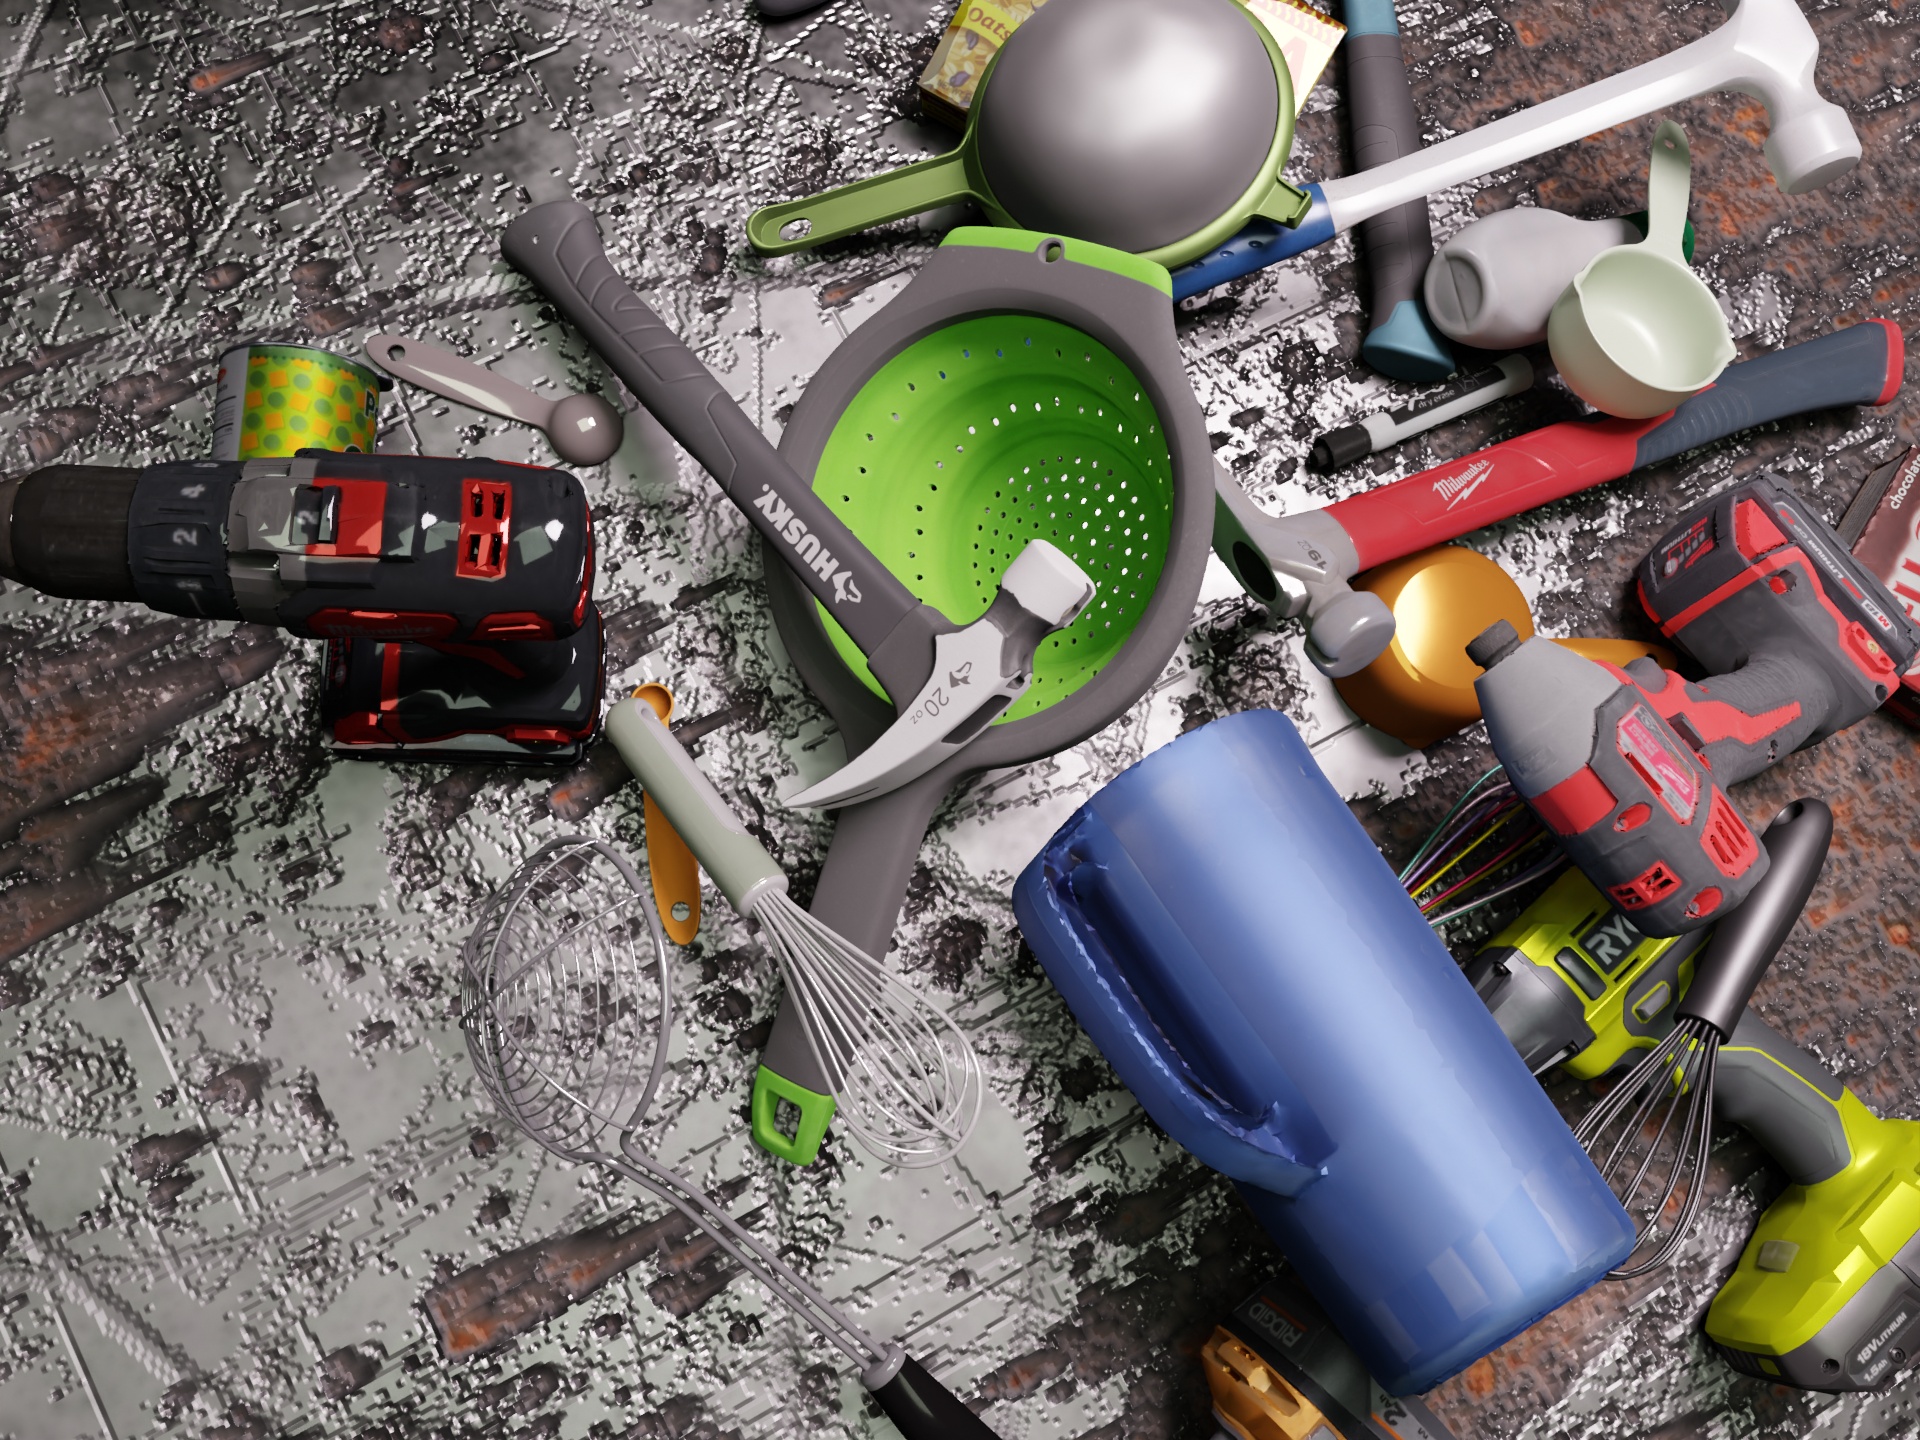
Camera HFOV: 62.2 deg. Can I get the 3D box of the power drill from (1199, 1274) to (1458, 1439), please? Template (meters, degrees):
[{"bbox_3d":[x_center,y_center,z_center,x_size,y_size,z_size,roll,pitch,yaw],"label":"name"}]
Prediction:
[{"bbox_3d":[0.109,0.361,0.622,0.226,0.084,0.185,-44,103,-12],"label":"power drill"}]

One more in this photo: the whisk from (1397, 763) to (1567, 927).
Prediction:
[{"bbox_3d":[0.188,0.091,0.712,0.245,0.047,0.051,-34,85,-9],"label":"whisk"}]

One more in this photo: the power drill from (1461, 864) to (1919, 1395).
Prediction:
[{"bbox_3d":[0.323,0.171,0.697,0.171,0.080,0.223,-39,82,-13],"label":"power drill"}]

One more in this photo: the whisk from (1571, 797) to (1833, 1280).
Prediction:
[{"bbox_3d":[0.305,0.124,0.649,0.055,0.055,0.239,37,70,1],"label":"whisk"}]

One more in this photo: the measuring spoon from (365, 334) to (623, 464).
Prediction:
[{"bbox_3d":[-0.214,-0.152,0.725,0.124,0.018,0.034,21,77,-1],"label":"measuring spoon"}]

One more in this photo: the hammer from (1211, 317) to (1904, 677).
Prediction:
[{"bbox_3d":[0.287,-0.138,0.748,0.386,0.038,0.143,-20,59,-20],"label":"hammer"}]

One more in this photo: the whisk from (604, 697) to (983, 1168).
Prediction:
[{"bbox_3d":[-0.074,0.076,0.639,0.059,0.057,0.247,-46,64,9],"label":"whisk"}]

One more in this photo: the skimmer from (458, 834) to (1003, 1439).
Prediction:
[{"bbox_3d":[-0.064,0.202,0.651,0.363,0.127,0.090,45,36,-8],"label":"skimmer"}]

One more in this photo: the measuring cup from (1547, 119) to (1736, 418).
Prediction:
[{"bbox_3d":[0.316,-0.211,0.740,0.083,0.038,0.168,21,63,-7],"label":"measuring cup"}]

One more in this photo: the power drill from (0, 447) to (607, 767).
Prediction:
[{"bbox_3d":[-0.225,-0.041,0.594,0.188,0.226,0.080,2,78,-7],"label":"power drill"}]

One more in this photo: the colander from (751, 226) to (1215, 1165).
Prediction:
[{"bbox_3d":[-0.001,-0.002,0.687,0.205,0.094,0.397,20,95,27],"label":"colander"}]

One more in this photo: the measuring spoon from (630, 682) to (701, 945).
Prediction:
[{"bbox_3d":[-0.129,0.041,0.702,0.021,0.011,0.117,-9,83,-3],"label":"measuring spoon"}]

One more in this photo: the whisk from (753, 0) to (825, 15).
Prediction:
[{"bbox_3d":[0.020,-0.424,0.789,0.284,0.070,0.070,-32,84,-5],"label":"whisk"}]

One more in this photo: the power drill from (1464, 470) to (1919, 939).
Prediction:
[{"bbox_3d":[0.312,-0.016,0.688,0.219,0.078,0.143,-33,80,-35],"label":"power drill"}]

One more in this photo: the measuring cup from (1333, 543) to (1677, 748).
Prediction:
[{"bbox_3d":[0.262,-0.036,0.740,0.173,0.052,0.095,2,78,-4],"label":"measuring cup"}]

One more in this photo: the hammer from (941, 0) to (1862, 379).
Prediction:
[{"bbox_3d":[0.174,-0.240,0.719,0.405,0.035,0.144,-19,79,8],"label":"hammer"}]

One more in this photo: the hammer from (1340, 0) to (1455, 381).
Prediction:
[{"bbox_3d":[0.209,-0.330,0.805,0.128,0.033,0.331,-3,79,-6],"label":"hammer"}]

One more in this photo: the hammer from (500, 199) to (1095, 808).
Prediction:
[{"bbox_3d":[-0.099,-0.109,0.674,0.146,0.035,0.335,-48,67,15],"label":"hammer"}]

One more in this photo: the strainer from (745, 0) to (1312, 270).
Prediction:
[{"bbox_3d":[0.019,-0.263,0.703,0.256,0.069,0.152,-15,75,8],"label":"strainer"}]
